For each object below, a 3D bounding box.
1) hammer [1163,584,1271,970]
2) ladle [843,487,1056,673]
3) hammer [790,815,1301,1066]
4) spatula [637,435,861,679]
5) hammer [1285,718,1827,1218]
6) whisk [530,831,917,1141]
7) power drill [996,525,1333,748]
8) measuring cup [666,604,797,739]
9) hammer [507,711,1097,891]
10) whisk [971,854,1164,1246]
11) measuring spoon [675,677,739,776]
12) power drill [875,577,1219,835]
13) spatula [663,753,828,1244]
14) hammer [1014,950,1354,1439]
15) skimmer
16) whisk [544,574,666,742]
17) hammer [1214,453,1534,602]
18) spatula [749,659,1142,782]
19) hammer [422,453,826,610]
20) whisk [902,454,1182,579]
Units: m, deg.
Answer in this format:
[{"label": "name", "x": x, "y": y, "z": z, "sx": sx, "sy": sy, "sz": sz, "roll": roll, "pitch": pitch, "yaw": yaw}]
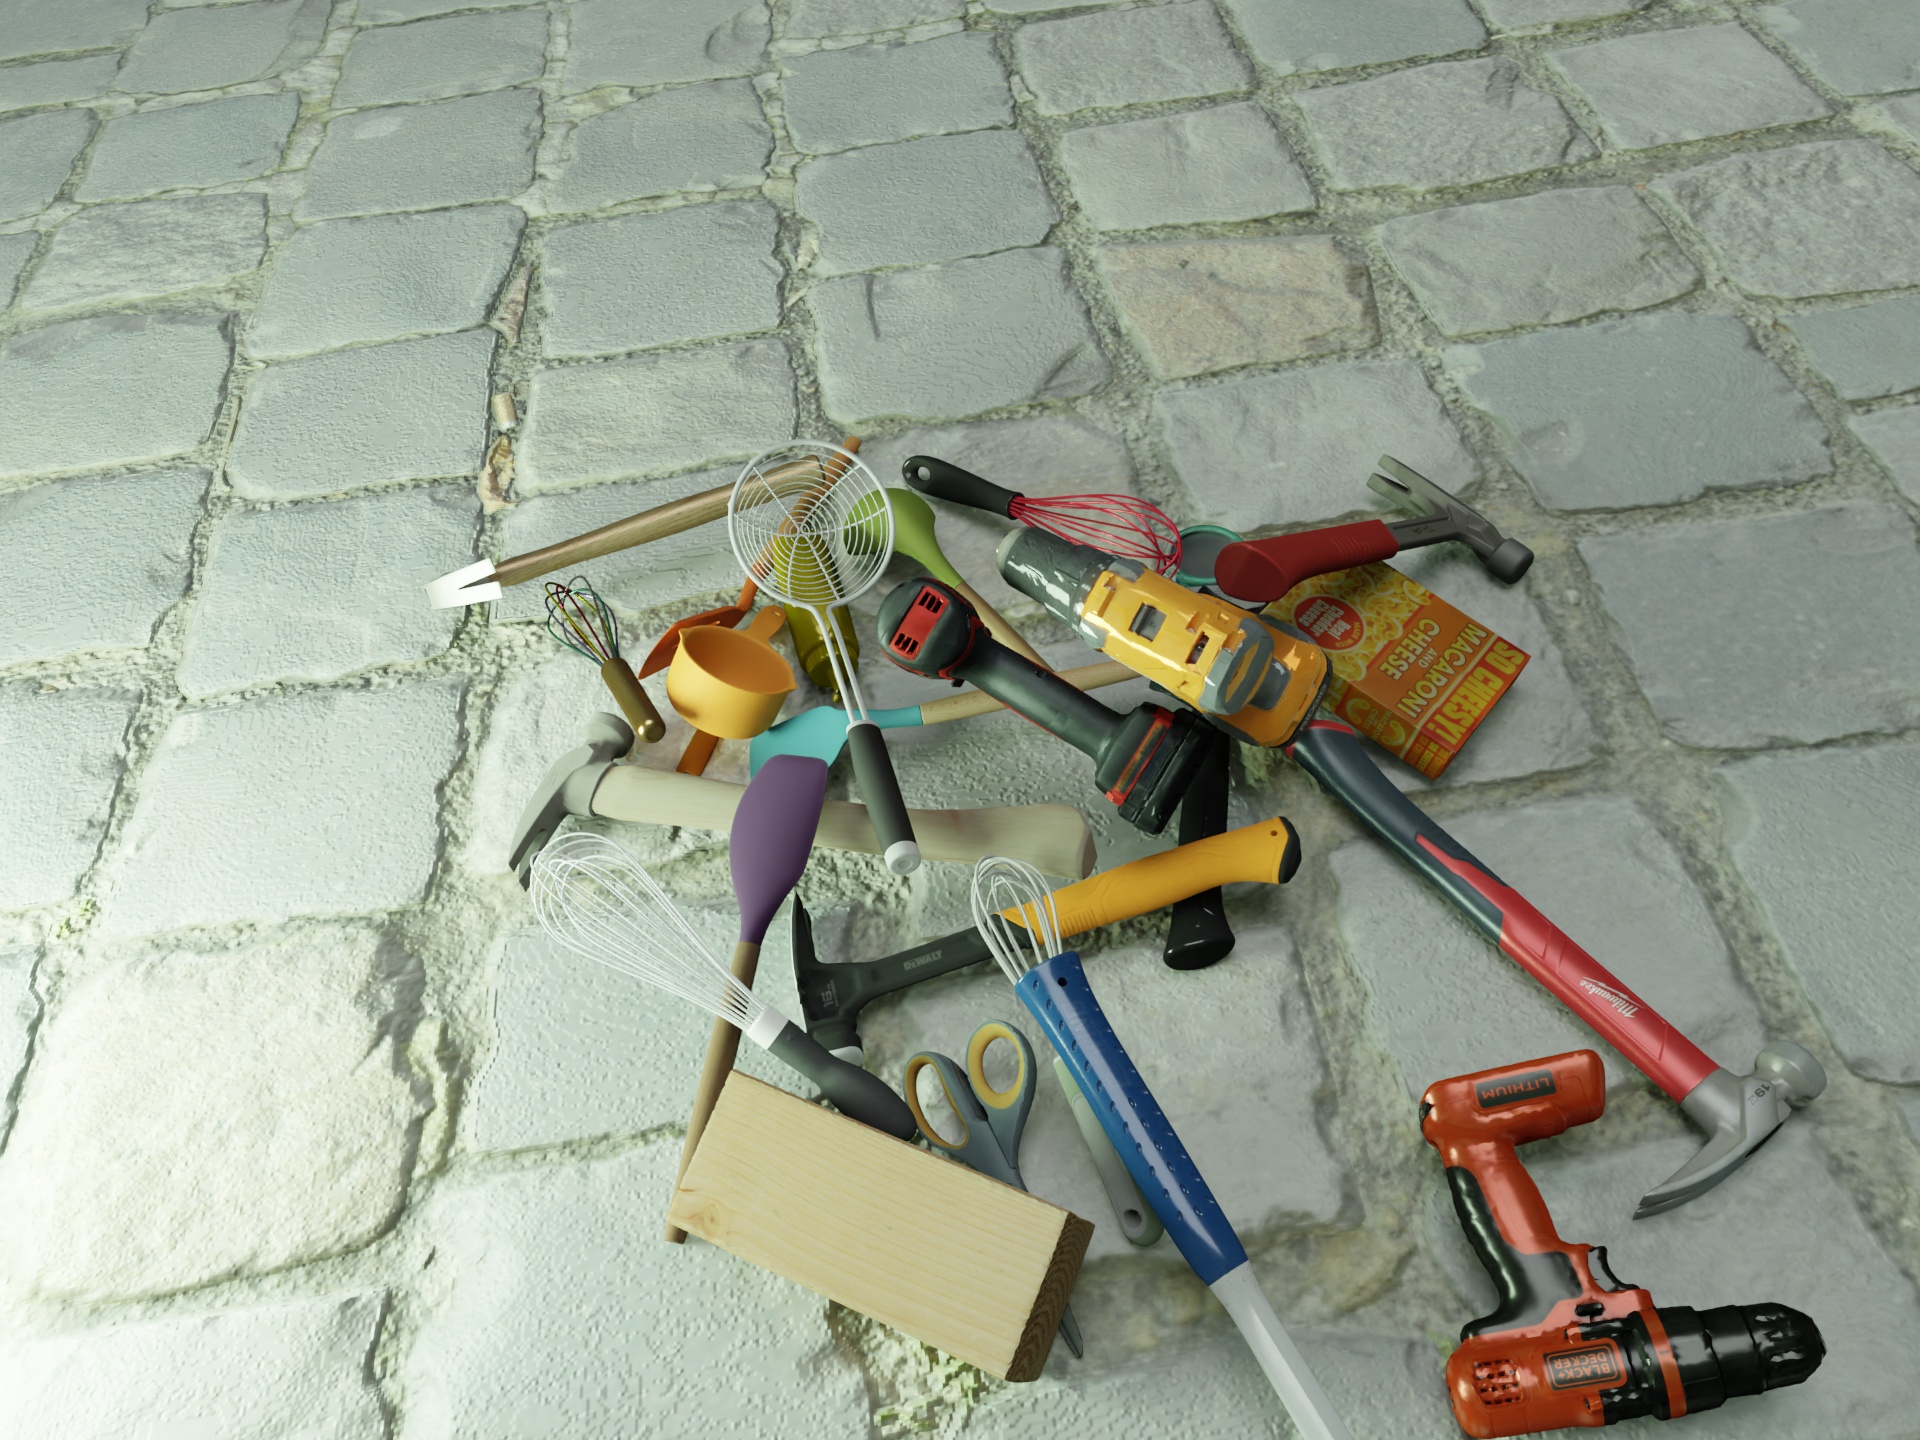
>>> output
[{"label": "hammer", "x": 0.170, "y": 0.029, "z": 1.125, "sx": 0.146, "sy": 0.035, "sz": 0.335, "roll": 4, "pitch": 50, "yaw": 9}, {"label": "ladle", "x": 0.015, "y": -0.078, "z": 1.239, "sx": 0.078, "sy": 0.062, "sz": 0.320, "roll": -30, "pitch": 59, "yaw": -21}, {"label": "hammer", "x": 0.055, "y": 0.122, "z": 1.028, "sx": 0.337, "sy": 0.034, "sz": 0.127, "roll": -18, "pitch": 49, "yaw": 1}, {"label": "spatula", "x": -0.160, "y": -0.144, "z": 1.303, "sx": 0.041, "sy": 0.081, "sz": 0.323, "roll": 35, "pitch": 50, "yaw": -8}, {"label": "hammer", "x": 0.337, "y": 0.133, "z": 1.013, "sx": 0.143, "sy": 0.038, "sz": 0.387, "roll": -31, "pitch": 53, "yaw": -18}, {"label": "whisk", "x": -0.142, "y": 0.165, "z": 0.955, "sx": 0.284, "sy": 0.070, "sz": 0.070, "roll": 37, "pitch": 58, "yaw": 0}, {"label": "power drill", "x": 0.135, "y": -0.057, "z": 1.034, "sx": 0.185, "sy": 0.226, "sz": 0.084, "roll": 31, "pitch": 97, "yaw": 27}, {"label": "measuring cup", "x": -0.166, "y": -0.041, "z": 1.209, "sx": 0.095, "sy": 0.052, "sz": 0.174, "roll": 26, "pitch": 23, "yaw": -2}, {"label": "hammer", "x": -0.111, "y": 0.074, "z": 1.073, "sx": 0.411, "sy": 0.038, "sz": 0.146, "roll": 5, "pitch": 49, "yaw": 22}, {"label": "whisk", "x": 0.063, "y": 0.191, "z": 0.944, "sx": 0.058, "sy": 0.059, "sz": 0.246, "roll": -34, "pitch": 69, "yaw": 29}, {"label": "measuring spoon", "x": -0.192, "y": 0.008, "z": 1.196, "sx": 0.021, "sy": 0.011, "sz": 0.117, "roll": 9, "pitch": 50, "yaw": 14}, {"label": "power drill", "x": 0.051, "y": -0.017, "z": 1.054, "sx": 0.227, "sy": 0.188, "sz": 0.080, "roll": 31, "pitch": 92, "yaw": 5}, {"label": "spatula", "x": -0.141, "y": 0.165, "z": 0.997, "sx": 0.060, "sy": 0.018, "sz": 0.316, "roll": 4, "pitch": 65, "yaw": 16}, {"label": "hammer", "x": 0.141, "y": 0.302, "z": 0.833, "sx": 0.144, "sy": 0.035, "sz": 0.406, "roll": -26, "pitch": 64, "yaw": -14}, {"label": "skimmer", "x": -0.076, "y": -0.056, "z": 1.096, "sx": 0.127, "sy": 0.090, "sz": 0.364, "roll": -2, "pitch": 44, "yaw": -19}, {"label": "whisk", "x": -0.272, "y": -0.049, "z": 1.207, "sx": 0.051, "sy": 0.047, "sz": 0.245, "roll": -32, "pitch": 40, "yaw": -9}, {"label": "hammer", "x": 0.280, "y": -0.132, "z": 1.137, "sx": 0.149, "sy": 0.036, "sz": 0.359, "roll": 41, "pitch": 34, "yaw": 26}, {"label": "spatula", "x": -0.002, "y": -0.004, "z": 1.155, "sx": 0.317, "sy": 0.044, "sz": 0.082, "roll": -12, "pitch": 47, "yaw": -2}, {"label": "hammer", "x": -0.267, "y": -0.151, "z": 1.279, "sx": 0.331, "sy": 0.031, "sz": 0.130, "roll": -20, "pitch": 11, "yaw": -10}, {"label": "whisk", "x": 0.060, "y": -0.168, "z": 1.282, "sx": 0.296, "sy": 0.073, "sz": 0.073, "roll": 25, "pitch": 55, "yaw": 37}]
